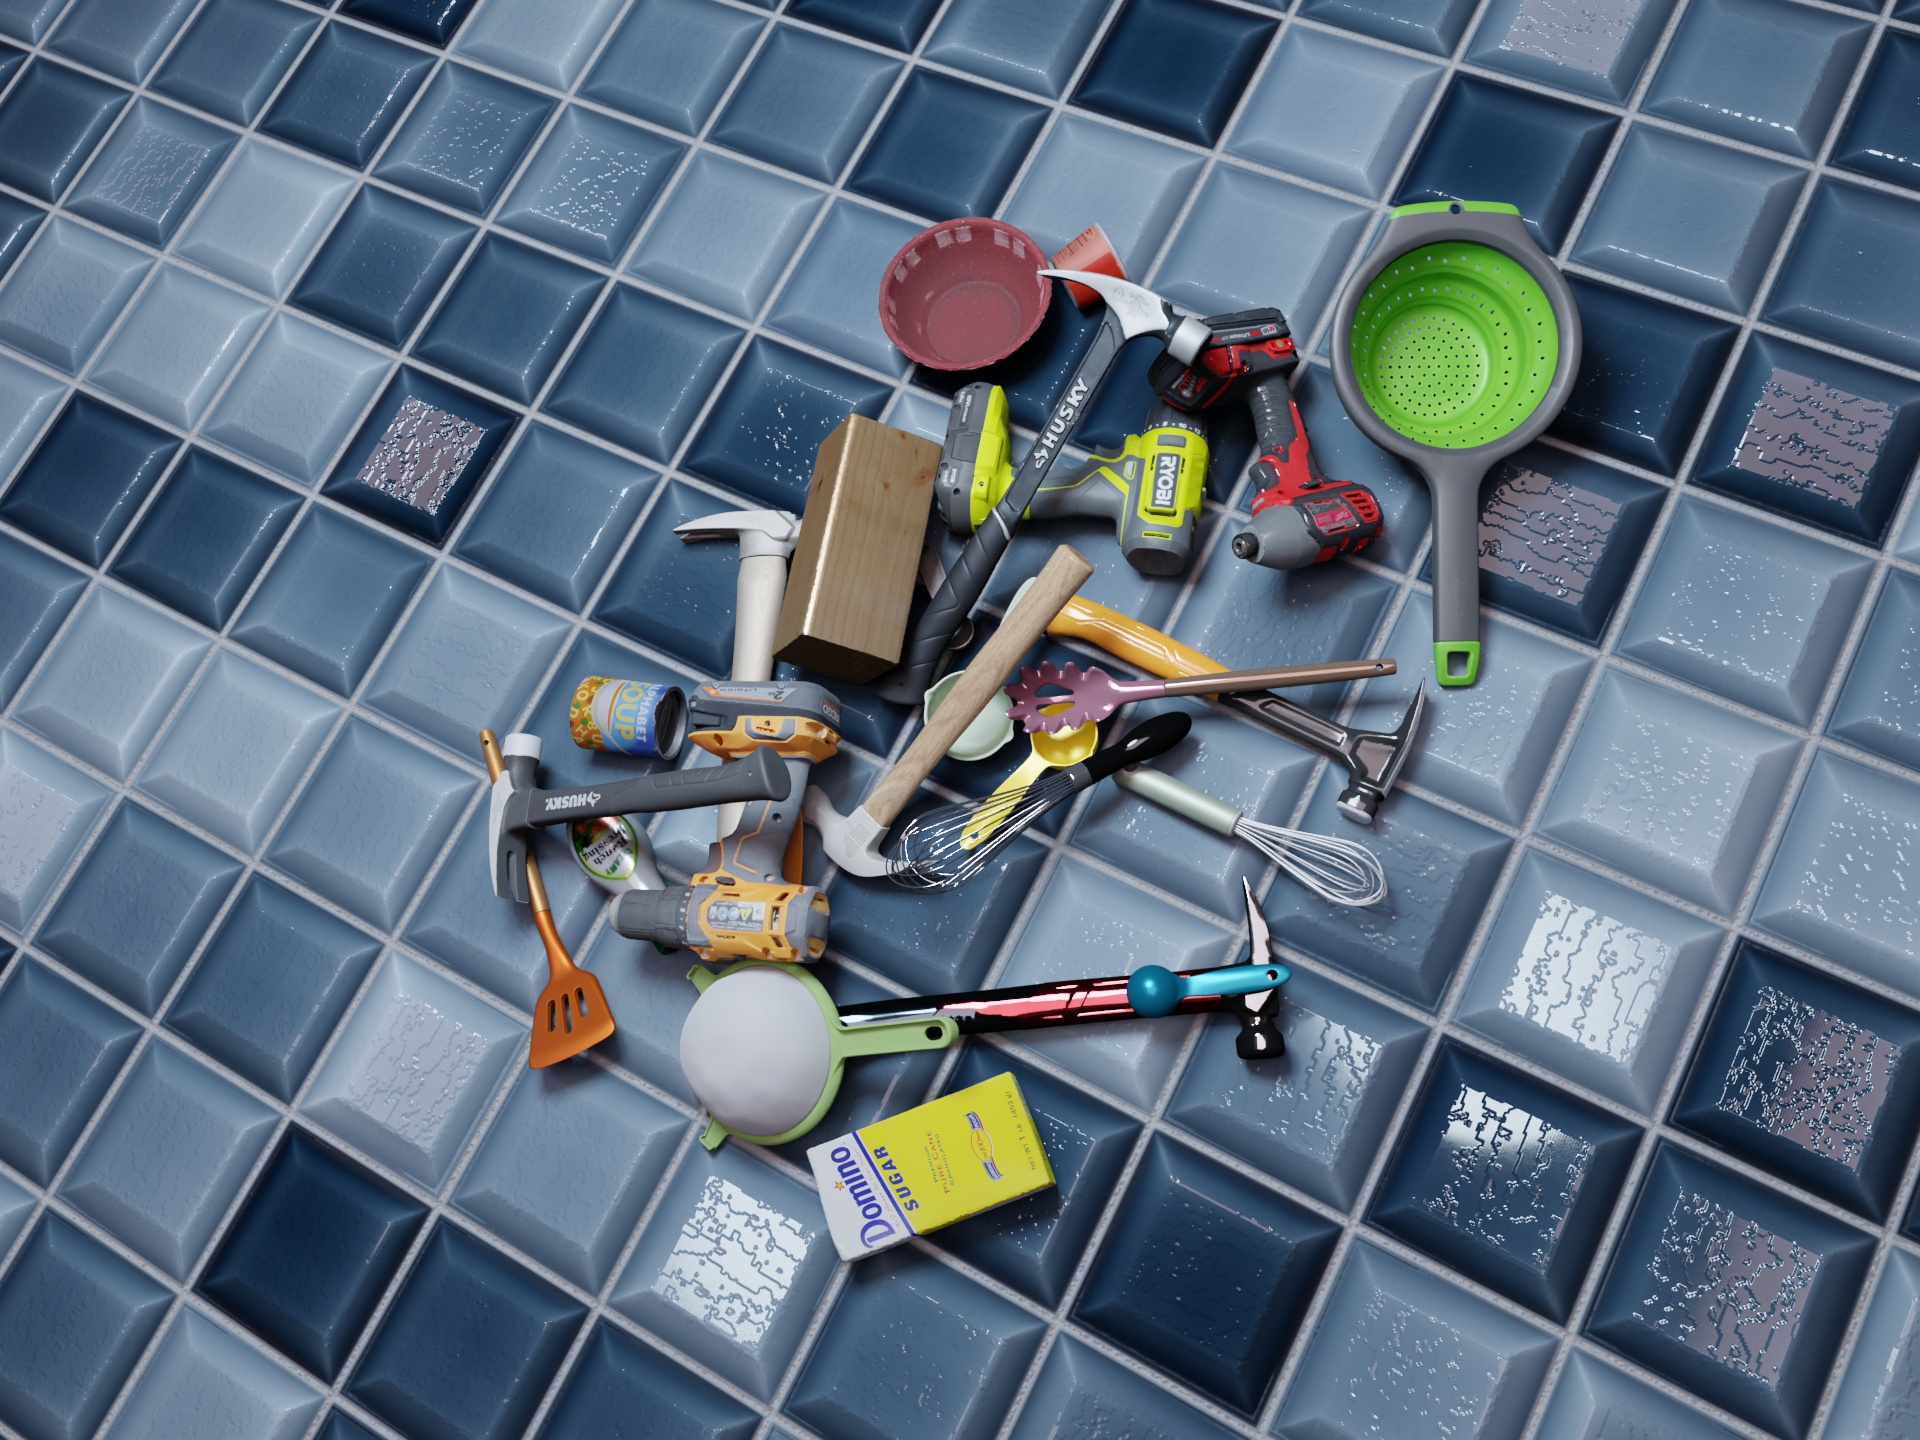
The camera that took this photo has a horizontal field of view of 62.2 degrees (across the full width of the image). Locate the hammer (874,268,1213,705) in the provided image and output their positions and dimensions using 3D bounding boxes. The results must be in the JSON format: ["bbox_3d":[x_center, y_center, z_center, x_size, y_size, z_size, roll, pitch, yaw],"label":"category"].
[{"bbox_3d":[0.040,-0.185,1.334,0.149,0.036,0.409,34,105,8],"label":"hammer"}]

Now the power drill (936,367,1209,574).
[{"bbox_3d":[0.105,-0.232,1.400,0.228,0.080,0.191,7,70,11],"label":"power drill"}]

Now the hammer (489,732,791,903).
[{"bbox_3d":[-0.268,0.067,1.293,0.335,0.035,0.146,-8,70,36],"label":"hammer"}]

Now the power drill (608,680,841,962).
[{"bbox_3d":[-0.192,0.085,1.312,0.185,0.084,0.226,0,75,18],"label":"power drill"}]

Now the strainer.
[{"bbox_3d":[-0.126,0.255,1.242,0.256,0.069,0.151,-11,79,28],"label":"strainer"}]

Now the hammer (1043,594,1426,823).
[{"bbox_3d":[0.217,-0.041,1.337,0.337,0.034,0.127,26,79,18],"label":"hammer"}]

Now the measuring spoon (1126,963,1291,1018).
[{"bbox_3d":[0.191,0.202,1.227,0.128,0.021,0.042,-9,68,9],"label":"measuring spoon"}]

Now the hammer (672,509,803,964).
[{"bbox_3d":[-0.198,0.008,1.400,0.146,0.038,0.411,-1,72,12],"label":"hammer"}]

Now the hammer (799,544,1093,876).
[{"bbox_3d":[-0.002,-0.004,1.309,0.130,0.031,0.331,44,106,20],"label":"hammer"}]

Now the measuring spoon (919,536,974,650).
[{"bbox_3d":[-0.017,-0.113,1.419,0.034,0.018,0.124,-22,63,5],"label":"measuring spoon"}]

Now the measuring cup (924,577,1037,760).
[{"bbox_3d":[0.029,-0.045,1.355,0.083,0.038,0.167,26,90,5],"label":"measuring cup"}]

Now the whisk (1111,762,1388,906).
[{"bbox_3d":[0.230,0.087,1.288,0.246,0.059,0.058,26,54,22],"label":"whisk"}]

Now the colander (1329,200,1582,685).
[{"bbox_3d":[0.408,-0.227,1.343,0.204,0.094,0.397,0,90,2],"label":"colander"}]

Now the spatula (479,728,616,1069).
[{"bbox_3d":[-0.375,0.145,1.386,0.081,0.041,0.323,-25,68,3],"label":"spatula"}]

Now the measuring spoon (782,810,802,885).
[{"bbox_3d":[-0.140,0.121,1.351,0.021,0.011,0.117,-4,85,26],"label":"measuring spoon"}]

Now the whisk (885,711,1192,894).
[{"bbox_3d":[0.066,0.060,1.285,0.284,0.070,0.070,-27,69,-14],"label":"whisk"}]

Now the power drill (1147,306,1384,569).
[{"bbox_3d":[0.252,-0.229,1.335,0.143,0.078,0.220,-17,76,-29],"label":"power drill"}]

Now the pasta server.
[{"bbox_3d":[0.194,-0.029,1.301,0.316,0.040,0.060,-5,87,10],"label":"pasta server"}]

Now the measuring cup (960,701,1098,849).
[{"bbox_3d":[0.056,0.051,1.343,0.062,0.029,0.156,41,86,20],"label":"measuring cup"}]

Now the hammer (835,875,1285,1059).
[{"bbox_3d":[0.058,0.215,1.282,0.386,0.038,0.143,-7,70,9],"label":"hammer"}]
